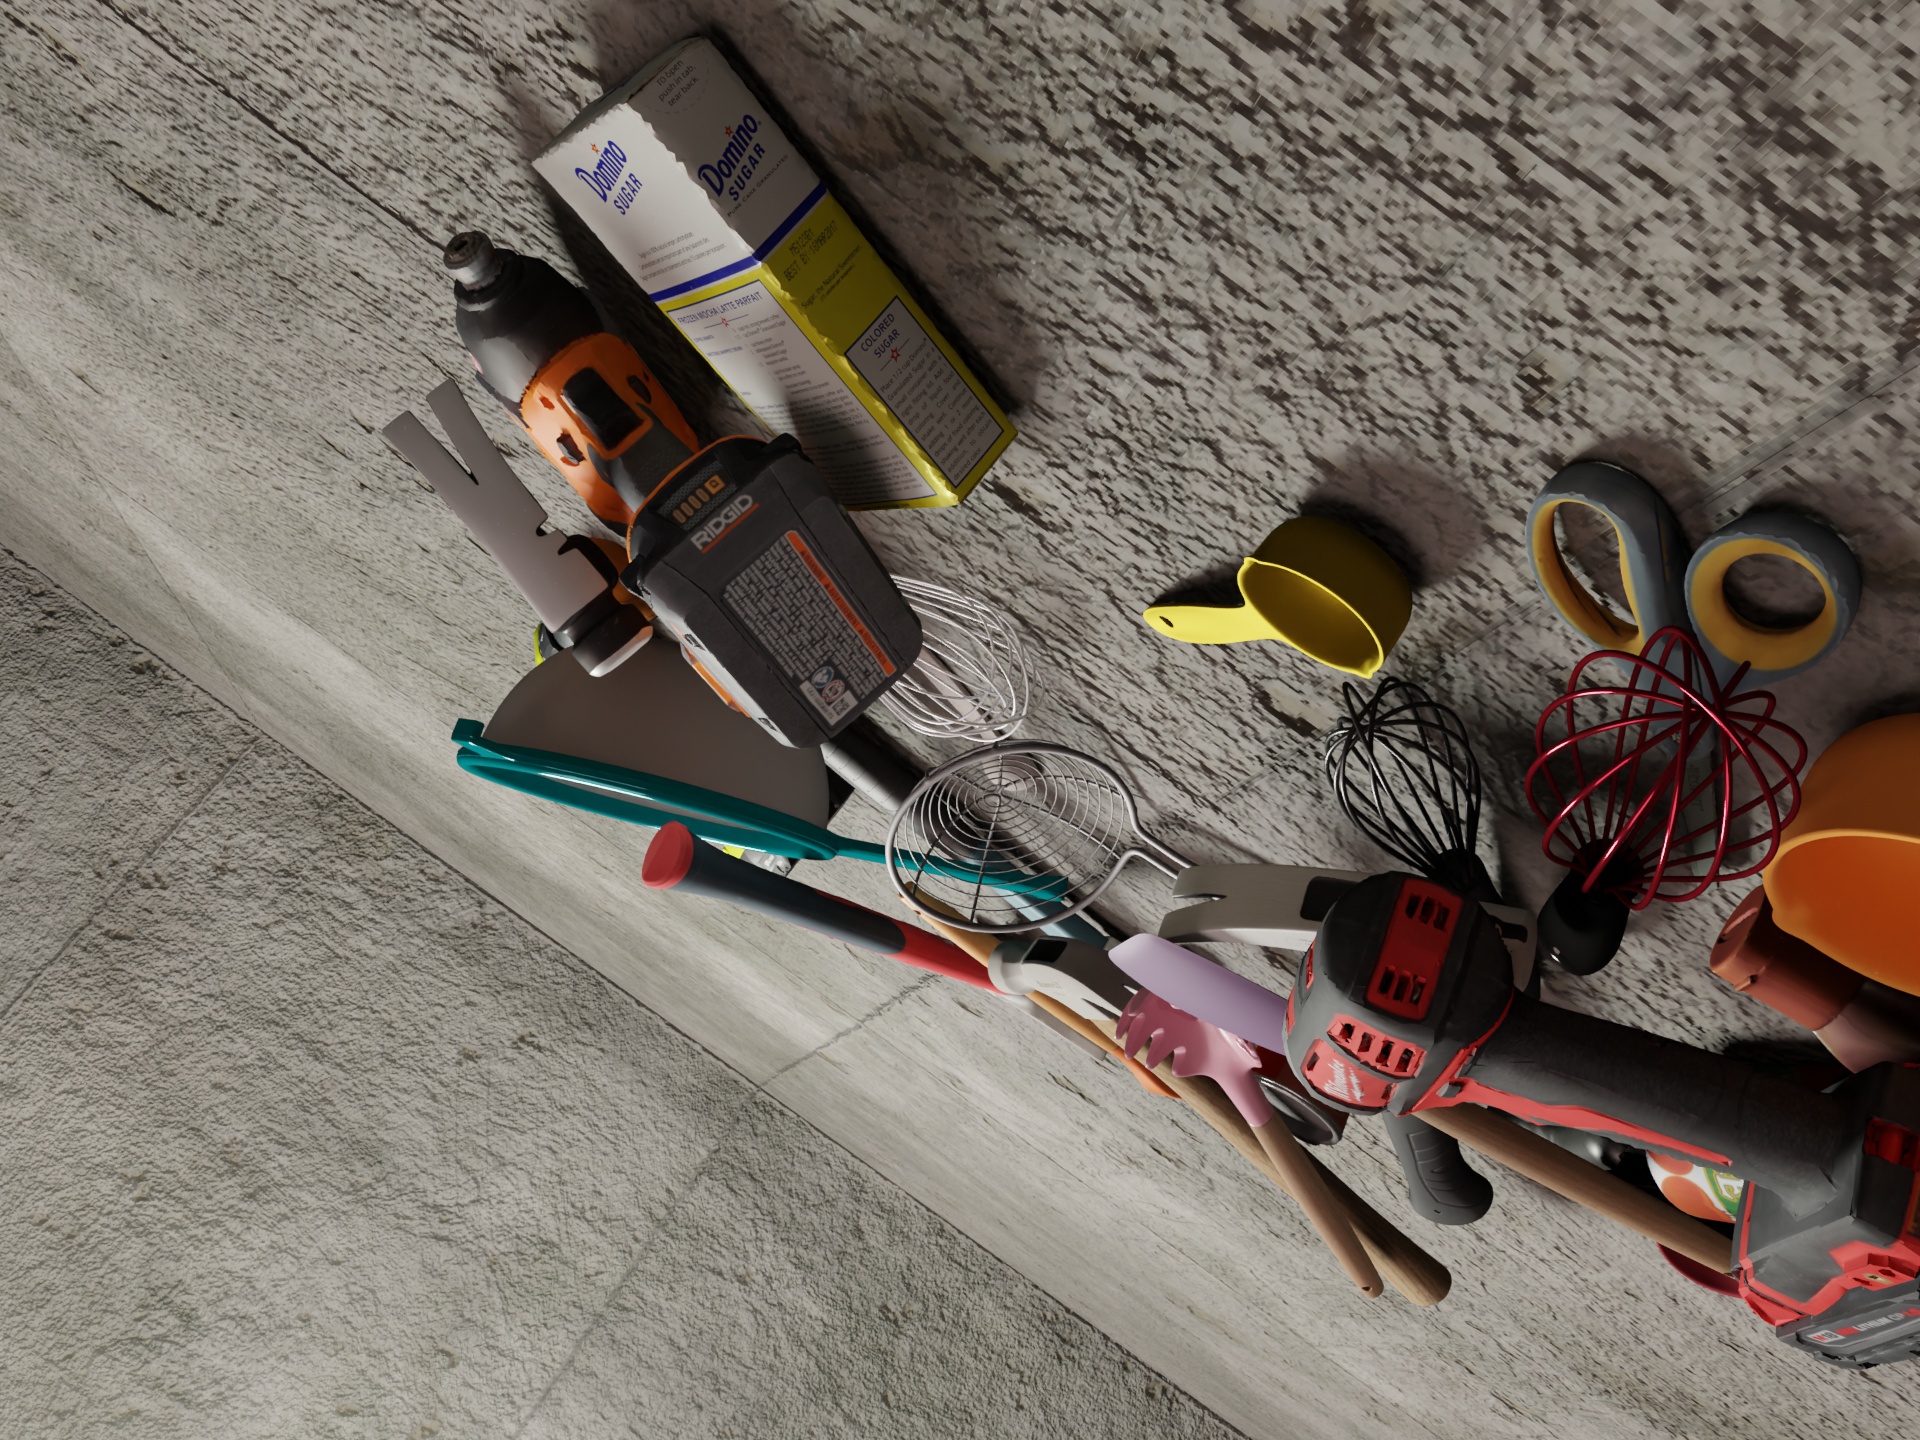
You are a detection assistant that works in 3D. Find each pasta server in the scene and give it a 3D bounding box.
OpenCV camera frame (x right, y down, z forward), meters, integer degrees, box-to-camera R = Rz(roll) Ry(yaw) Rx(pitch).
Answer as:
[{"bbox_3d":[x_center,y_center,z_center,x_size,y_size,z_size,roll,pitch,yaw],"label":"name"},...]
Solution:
[{"bbox_3d":[0.164,0.226,0.825,0.060,0.040,0.315,-14,129,27],"label":"pasta server"}]

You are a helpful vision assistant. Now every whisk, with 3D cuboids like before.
[{"bbox_3d":[-0.079,-0.071,0.764,0.285,0.070,0.070,31,159,24],"label":"whisk"},{"bbox_3d":[0.196,0.060,0.635,0.055,0.055,0.238,16,156,41],"label":"whisk"},{"bbox_3d":[0.215,0.046,0.521,0.073,0.073,0.295,26,169,22],"label":"whisk"}]

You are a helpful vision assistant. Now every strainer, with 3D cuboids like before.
[{"bbox_3d":[-0.098,0.023,0.882,0.340,0.095,0.211,13,170,-6],"label":"strainer"}]

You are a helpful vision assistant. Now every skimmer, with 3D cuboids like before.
[{"bbox_3d":[0.138,0.111,0.760,0.363,0.090,0.127,25,130,21],"label":"skimmer"}]

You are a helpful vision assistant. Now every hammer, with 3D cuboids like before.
[{"bbox_3d":[0.164,0.232,0.905,0.331,0.031,0.130,42,158,-15],"label":"hammer"},{"bbox_3d":[-0.184,-0.080,0.771,0.127,0.034,0.337,51,178,-5],"label":"hammer"},{"bbox_3d":[0.196,0.161,0.726,0.146,0.035,0.334,8,149,29],"label":"hammer"},{"bbox_3d":[-0.005,0.070,0.969,0.331,0.033,0.128,39,157,-9],"label":"hammer"},{"bbox_3d":[-0.042,0.135,0.967,0.143,0.038,0.386,27,178,38],"label":"hammer"}]

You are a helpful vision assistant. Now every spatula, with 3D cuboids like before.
[{"bbox_3d":[0.083,0.181,0.993,0.322,0.041,0.081,39,157,-27],"label":"spatula"},{"bbox_3d":[0.203,0.165,0.668,0.316,0.018,0.059,28,152,-6],"label":"spatula"}]

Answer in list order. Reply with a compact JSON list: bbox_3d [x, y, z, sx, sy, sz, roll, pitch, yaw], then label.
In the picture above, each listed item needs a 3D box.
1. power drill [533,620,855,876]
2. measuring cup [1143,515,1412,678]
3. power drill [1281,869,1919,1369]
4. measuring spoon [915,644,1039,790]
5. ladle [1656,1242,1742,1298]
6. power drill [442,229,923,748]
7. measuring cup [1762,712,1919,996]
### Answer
[{"bbox_3d":[-0.182,0.004,1.038,0.228,0.080,0.190,38,159,0],"label":"power drill"},{"bbox_3d":[0.109,-0.046,0.580,0.062,0.029,0.156,42,170,-15],"label":"measuring cup"},{"bbox_3d":[0.216,0.130,0.534,0.220,0.079,0.143,21,155,13],"label":"power drill"},{"bbox_3d":[-0.001,-0.003,0.830,0.034,0.018,0.124,6,143,52],"label":"measuring spoon"},{"bbox_3d":[0.400,0.212,0.671,0.069,0.031,0.315,40,157,7],"label":"ladle"},{"bbox_3d":[-0.124,-0.103,0.645,0.227,0.084,0.164,44,173,38],"label":"power drill"},{"bbox_3d":[0.311,0.062,0.457,0.173,0.052,0.095,38,159,-17],"label":"measuring cup"}]
